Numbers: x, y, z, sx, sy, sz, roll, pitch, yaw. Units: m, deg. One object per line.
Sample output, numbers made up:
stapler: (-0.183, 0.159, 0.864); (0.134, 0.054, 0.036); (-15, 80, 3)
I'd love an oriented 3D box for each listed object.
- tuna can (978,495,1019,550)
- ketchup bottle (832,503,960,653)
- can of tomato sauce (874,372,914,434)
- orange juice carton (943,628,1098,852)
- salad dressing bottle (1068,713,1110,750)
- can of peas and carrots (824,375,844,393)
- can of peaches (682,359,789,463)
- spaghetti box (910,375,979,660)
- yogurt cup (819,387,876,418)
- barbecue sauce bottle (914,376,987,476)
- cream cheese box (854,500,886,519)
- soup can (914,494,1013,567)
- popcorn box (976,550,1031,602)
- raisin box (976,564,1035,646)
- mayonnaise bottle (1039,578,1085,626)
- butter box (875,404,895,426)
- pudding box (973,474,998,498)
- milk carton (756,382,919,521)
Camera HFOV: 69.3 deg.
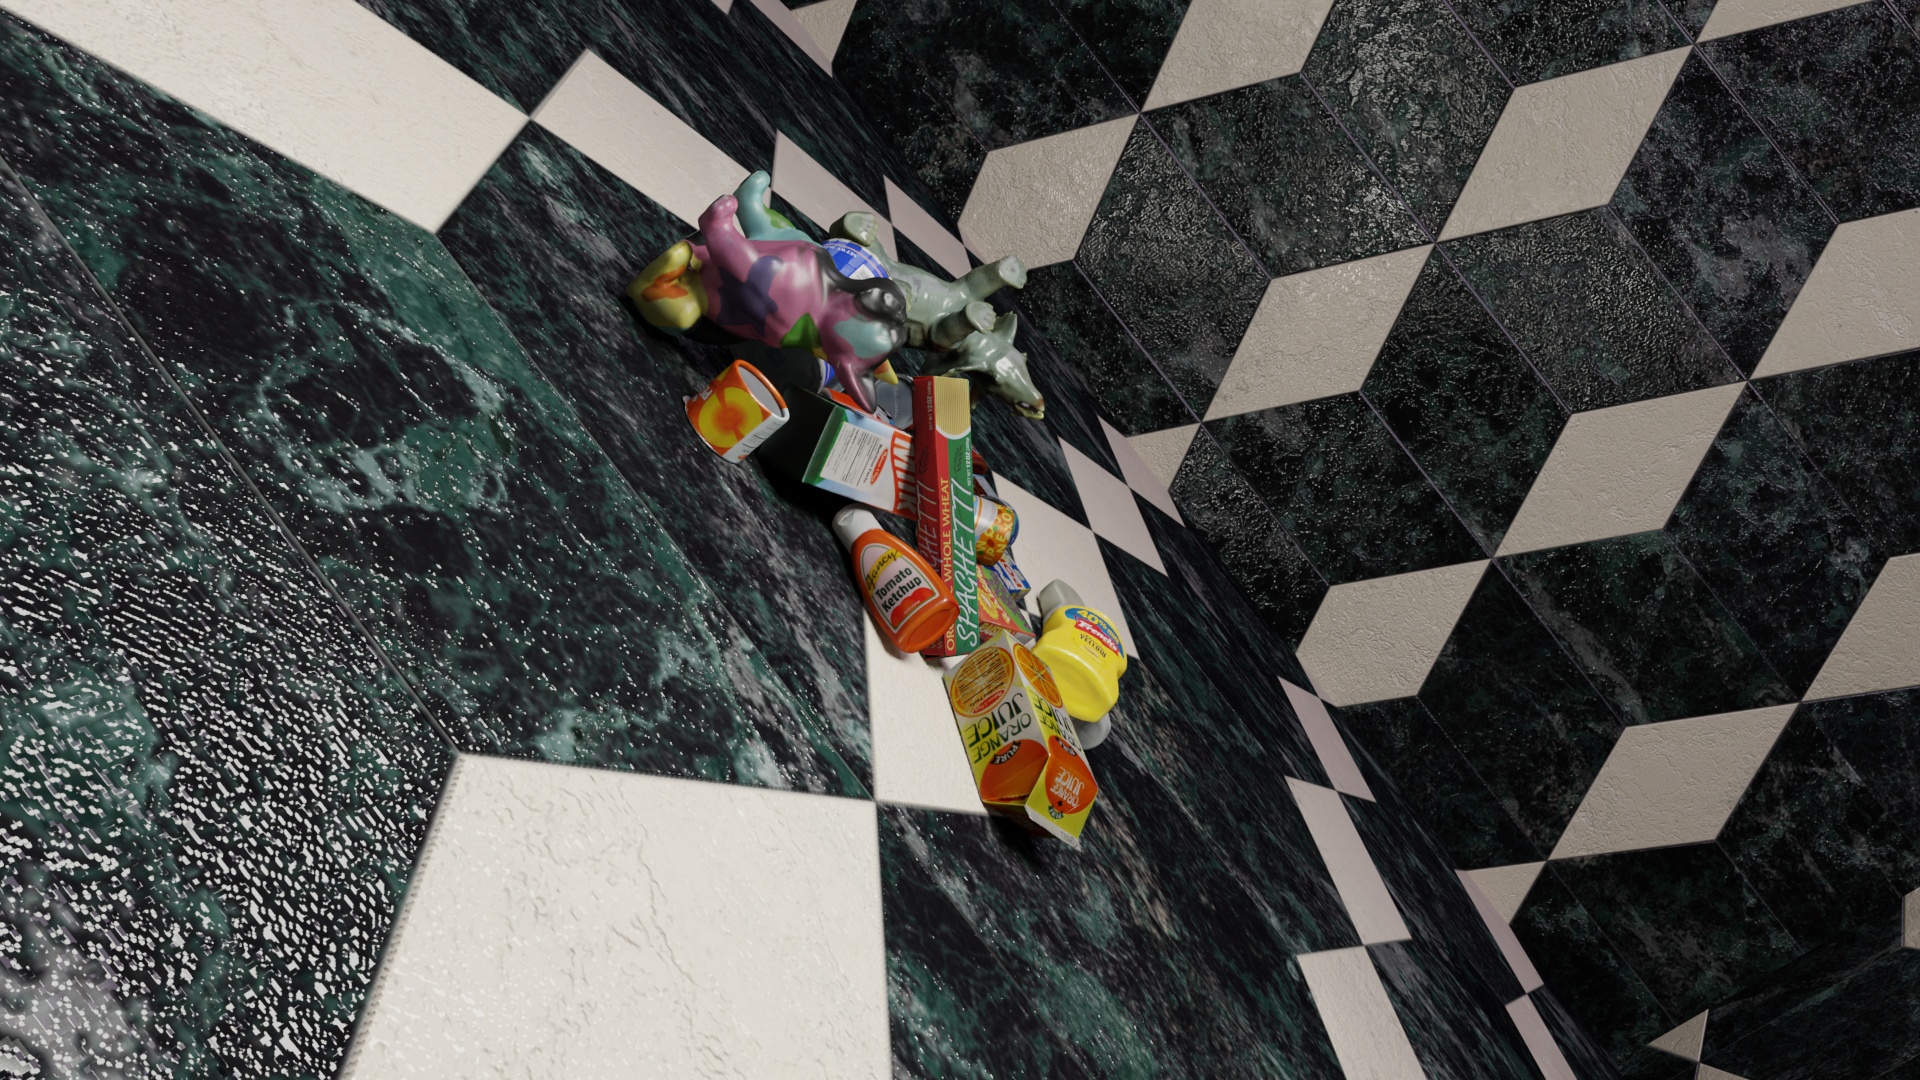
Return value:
tuna can: (0.031, -0.015, 1.570); (0.071, 0.071, 0.033); (55, 14, 13)
ketchup bottle: (-0.062, 0.027, 1.198); (0.149, 0.065, 0.043); (51, 3, 37)
can of tomato sauce: (-0.066, -0.157, 1.616); (0.071, 0.071, 0.083); (54, 14, 10)
orange juice carton: (0.053, 0.173, 1.166); (0.071, 0.073, 0.193); (41, 18, -37)
salad dressing bottle: (0.125, 0.166, 1.462); (0.064, 0.044, 0.148); (40, 16, -14)
can of peas and carrots: (-0.148, -0.178, 1.413); (0.059, 0.071, 0.071); (51, 14, 13)
can of peaches: (-0.185, -0.109, 1.147); (0.071, 0.058, 0.071); (48, 15, -17)
spaghetti box: (-0.013, -0.020, 1.228); (0.050, 0.028, 0.250); (-1, 89, -50)
yogurt cup: (-0.123, -0.113, 1.341); (0.054, 0.072, 0.073); (26, 28, -43)
barbecue sauce bottle: (-0.024, -0.140, 1.738); (0.149, 0.043, 0.065); (57, 16, 22)
cream cheese box: (-0.097, -0.069, 1.321); (0.103, 0.053, 0.024); (40, 2, -38)
soup can: (0.005, -0.018, 1.424); (0.084, 0.071, 0.071); (20, 24, -15)
popcorn box: (0.018, 0.014, 1.508); (0.127, 0.038, 0.085); (55, 16, 13)
raisin box: (0.017, 0.065, 1.384); (0.086, 0.040, 0.123); (59, 17, 24)
mayonnaise bottle: (0.122, 0.099, 1.618); (0.064, 0.041, 0.149); (47, 16, -14)
butter box: (-0.087, -0.113, 1.524); (0.053, 0.024, 0.104); (38, 20, -42)
pudding box: (0.017, -0.055, 1.686); (0.050, 0.030, 0.084); (56, 15, 12)
milk carton: (-0.081, -0.072, 1.246); (0.072, 0.073, 0.190); (28, 6, 42)
